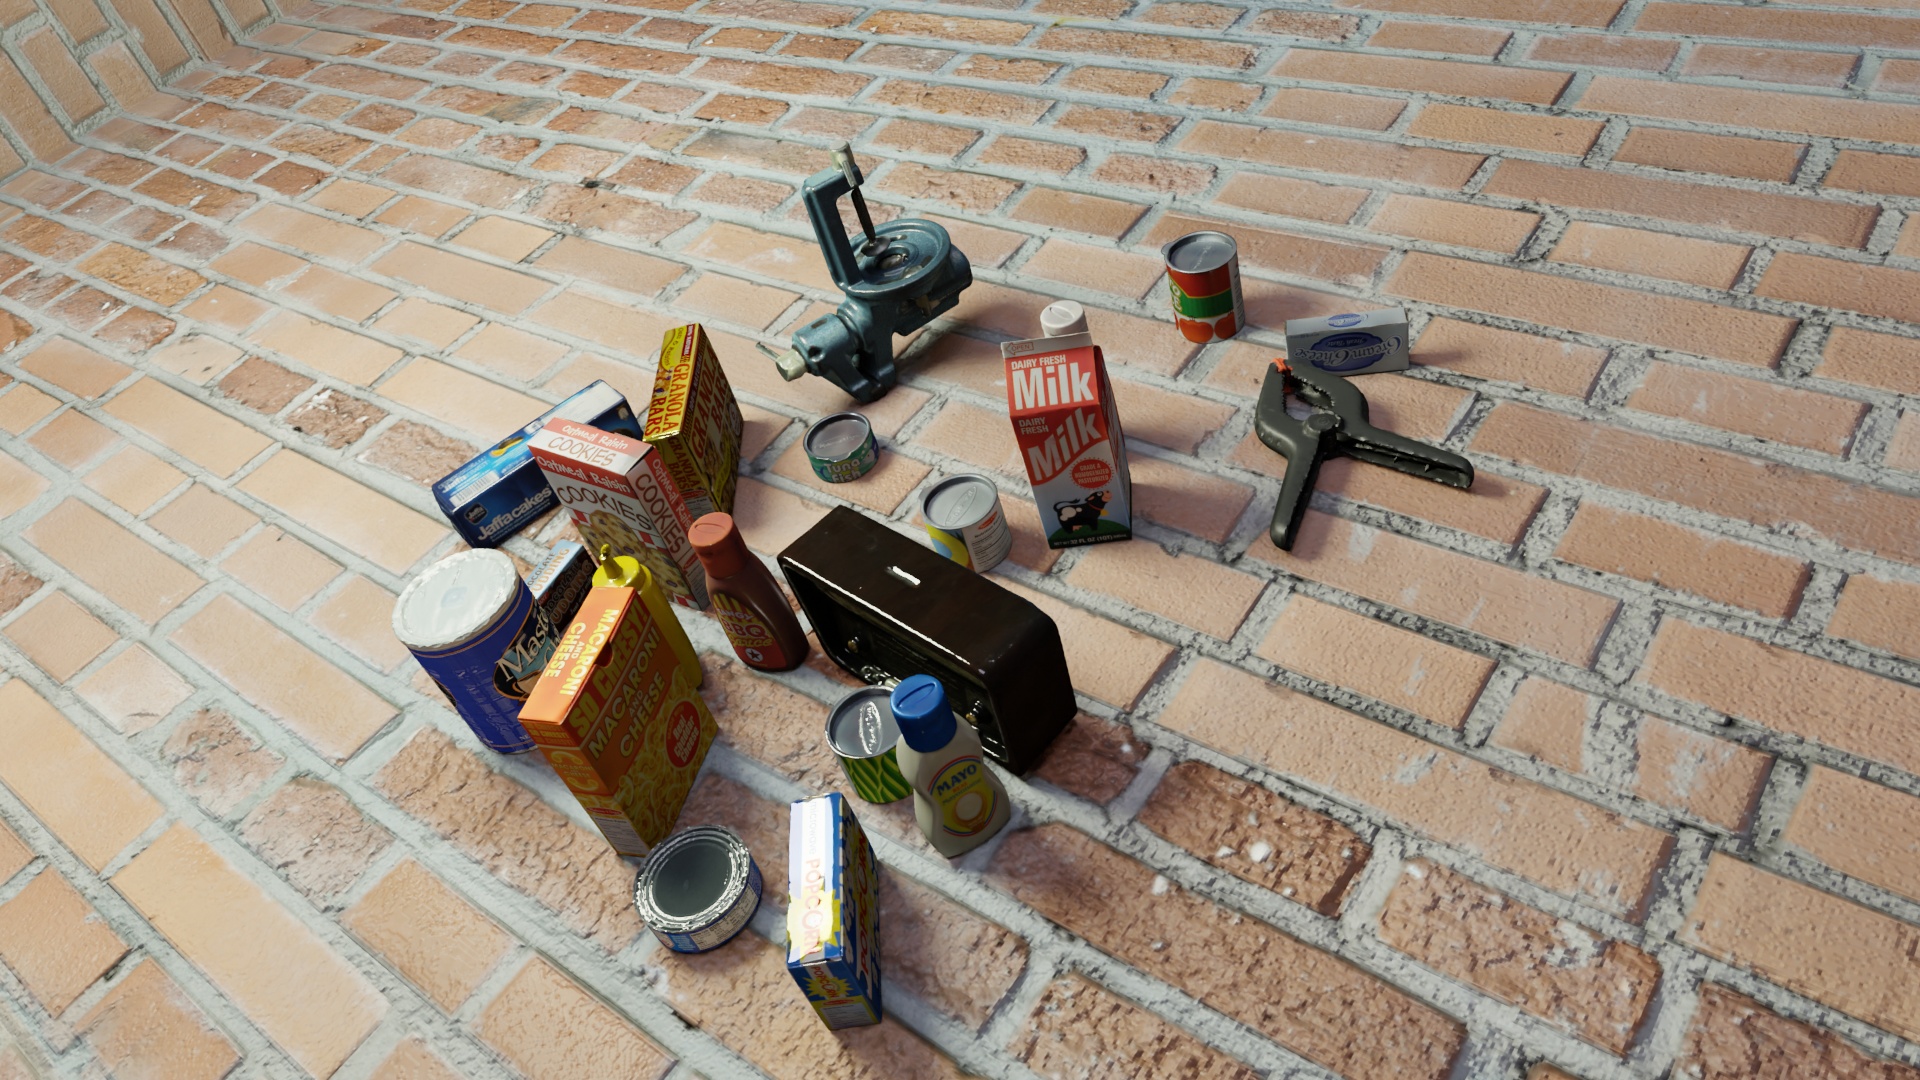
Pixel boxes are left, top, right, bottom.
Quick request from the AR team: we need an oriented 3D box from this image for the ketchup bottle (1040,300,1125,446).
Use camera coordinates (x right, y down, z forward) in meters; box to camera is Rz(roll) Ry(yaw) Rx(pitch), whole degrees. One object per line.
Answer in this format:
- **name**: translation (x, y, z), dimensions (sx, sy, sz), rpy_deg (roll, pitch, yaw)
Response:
- **ketchup bottle**: translation (0.101, -0.136, 1.186), dimensions (0.044, 0.148, 0.065), rpy_deg (-38, 46, -20)

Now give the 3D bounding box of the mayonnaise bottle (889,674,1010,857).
- **mayonnaise bottle**: translation (-0.011, 0.150, 0.930), dimensions (0.065, 0.147, 0.041), rpy_deg (-31, 44, -13)

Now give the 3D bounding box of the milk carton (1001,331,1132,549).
- **milk carton**: translation (0.087, -0.087, 1.110), dimensions (0.072, 0.189, 0.074), rpy_deg (-7, 44, 13)

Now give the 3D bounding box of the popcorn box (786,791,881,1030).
- **popcorn box**: translation (-0.082, 0.240, 0.907), dimensions (0.038, 0.084, 0.127), rpy_deg (-13, 43, 7)

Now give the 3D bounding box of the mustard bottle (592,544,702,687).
- **mustard bottle**: translation (-0.254, 0.059, 1.099), dimensions (0.049, 0.159, 0.065), rpy_deg (-29, 44, -11)

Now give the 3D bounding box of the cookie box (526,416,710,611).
- **cookie box**: translation (-0.283, -0.023, 1.188), dimensions (0.123, 0.166, 0.040), rpy_deg (16, 53, 32)

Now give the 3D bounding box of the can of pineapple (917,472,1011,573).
- **can of pineapple**: translation (0.004, -0.015, 1.161), dimensions (0.071, 0.057, 0.071), rpy_deg (-10, 43, 10)

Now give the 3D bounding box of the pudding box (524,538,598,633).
- **pudding box**: translation (-0.359, 0.045, 1.231), dimensions (0.030, 0.049, 0.084), rpy_deg (11, 50, 29)

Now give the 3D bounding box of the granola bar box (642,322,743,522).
- **granola bar box**: translation (-0.244, -0.104, 1.290), dimensions (0.039, 0.123, 0.166), rpy_deg (-12, 43, 8)

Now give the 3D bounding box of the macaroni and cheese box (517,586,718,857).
- **macaroni and cheese box**: translation (-0.243, 0.133, 1.014), dimensions (0.040, 0.165, 0.124), rpy_deg (1, 46, 20)

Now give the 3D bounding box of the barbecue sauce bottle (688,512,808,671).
- **barbecue sauce bottle**: translation (-0.171, 0.041, 1.097), dimensions (0.065, 0.147, 0.044), rpy_deg (8, 49, 26)

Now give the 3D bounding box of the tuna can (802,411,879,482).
- **tuna can**: translation (-0.110, -0.085, 1.292), dimensions (0.071, 0.032, 0.071), rpy_deg (-10, 43, 9)

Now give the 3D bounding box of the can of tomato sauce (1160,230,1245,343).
- **can of tomato sauce**: translation (0.226, -0.235, 1.294), dimensions (0.071, 0.082, 0.071), rpy_deg (-10, 43, 10)

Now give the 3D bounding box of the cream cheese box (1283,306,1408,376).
- **cream cheese box**: translation (0.337, -0.170, 1.210), dimensions (0.104, 0.053, 0.024), rpy_deg (-5, 44, 14)

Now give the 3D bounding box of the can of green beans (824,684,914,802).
- **can of green beans**: translation (-0.059, 0.149, 1.014), dimensions (0.071, 0.057, 0.071), rpy_deg (-10, 43, 10)
